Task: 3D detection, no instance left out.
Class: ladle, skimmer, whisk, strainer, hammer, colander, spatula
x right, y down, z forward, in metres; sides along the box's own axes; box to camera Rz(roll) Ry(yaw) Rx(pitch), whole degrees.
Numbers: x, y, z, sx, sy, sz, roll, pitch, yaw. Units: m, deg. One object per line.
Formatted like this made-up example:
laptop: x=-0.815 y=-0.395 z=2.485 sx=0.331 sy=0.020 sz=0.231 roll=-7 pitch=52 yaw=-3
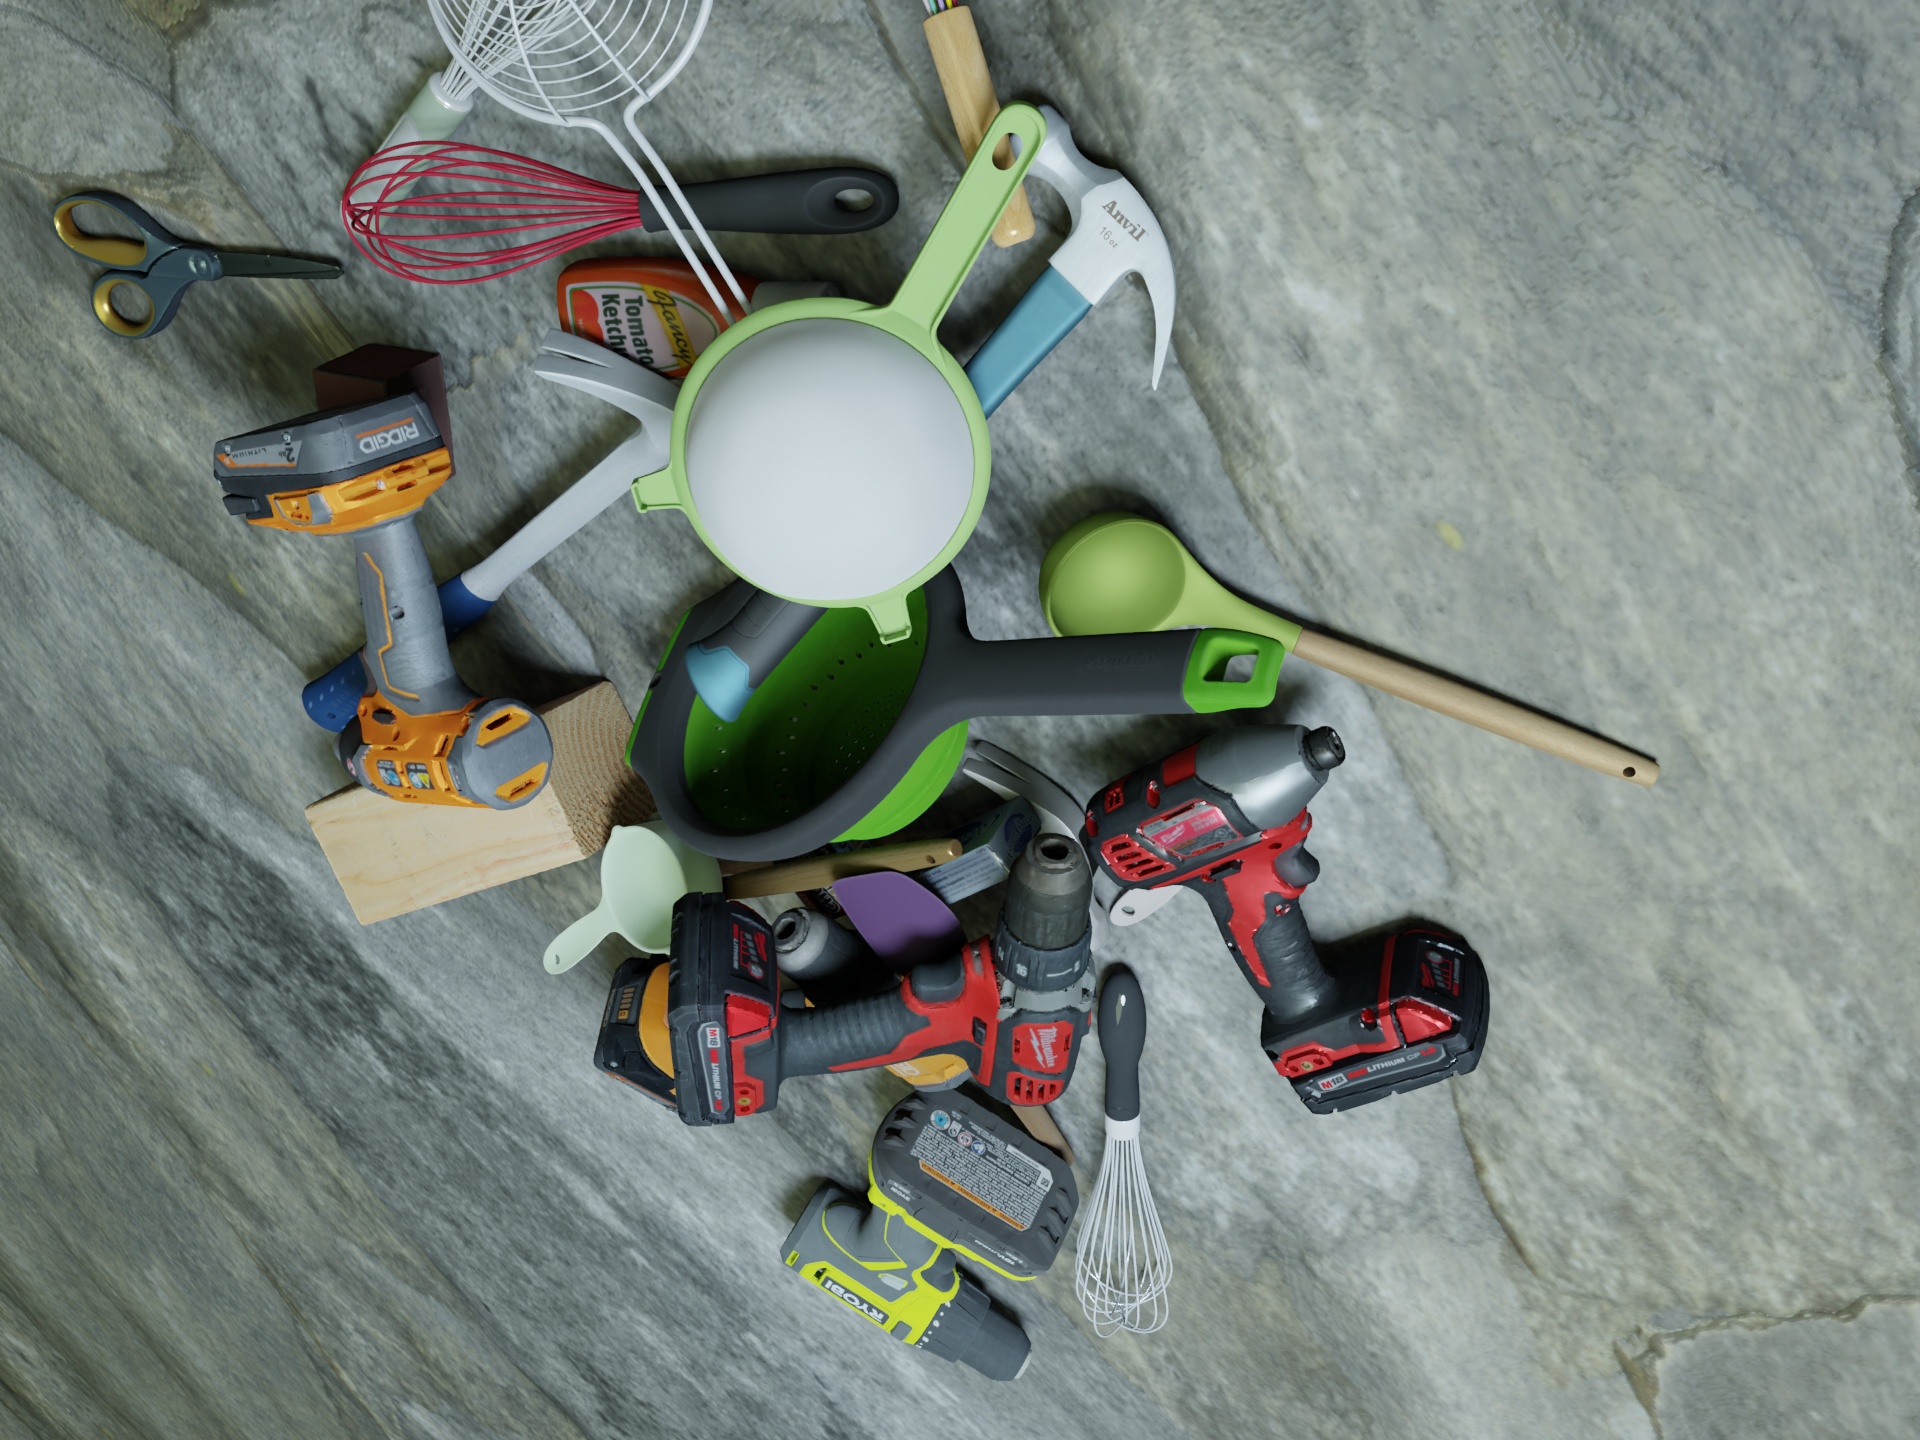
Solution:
ladle: x=-0.115 y=0.095 z=0.933 sx=0.315 sy=0.031 sz=0.069 roll=-14 pitch=116 yaw=42
ladle: x=0.192 y=-0.025 z=0.792 sx=0.320 sy=0.062 sz=0.078 roll=22 pitch=122 yaw=7
skimmer: x=-0.114 y=-0.233 z=0.731 sx=0.127 sy=0.090 sz=0.362 roll=-12 pitch=143 yaw=16
whisk: x=-0.255 y=-0.324 z=0.808 sx=0.246 sy=0.059 sz=0.058 roll=-31 pitch=92 yaw=38
whisk: x=0.104 y=0.280 z=1.011 sx=0.070 sy=0.070 sz=0.284 roll=7 pitch=117 yaw=19
strainer: x=-0.035 y=-0.150 z=0.700 sx=0.151 sy=0.069 sz=0.256 roll=28 pitch=115 yaw=-12
hammer: x=-0.076 y=0.078 z=0.978 sx=0.331 sy=0.031 sz=0.130 roll=-2 pitch=118 yaw=24
whisk: x=-0.176 y=-0.257 z=0.798 sx=0.296 sy=0.073 sz=0.073 roll=1 pitch=120 yaw=10
whisk: x=-0.014 y=-0.327 z=0.689 sx=0.047 sy=0.051 sz=0.245 roll=-9 pitch=108 yaw=34
hammer: x=-0.285 y=-0.089 z=0.945 sx=0.405 sy=0.035 sz=0.144 roll=-28 pitch=130 yaw=36
hammer: x=-0.025 y=-0.127 z=0.779 sx=0.128 sy=0.033 sz=0.331 roll=43 pitch=108 yaw=-4
colander: x=-0.001 y=-0.003 z=0.808 sx=0.397 sy=0.205 sz=0.094 roll=-1 pitch=151 yaw=40
spatula: x=0.012 y=0.187 z=0.952 sx=0.060 sy=0.018 sz=0.315 roll=-10 pitch=134 yaw=21

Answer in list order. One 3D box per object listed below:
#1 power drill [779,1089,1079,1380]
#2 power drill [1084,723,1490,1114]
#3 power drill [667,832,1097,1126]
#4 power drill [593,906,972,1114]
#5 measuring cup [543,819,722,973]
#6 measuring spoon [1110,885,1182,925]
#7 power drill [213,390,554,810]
power drill: x=-0.010 y=0.357 z=1.076 sx=0.190 sy=0.080 sz=0.228 roll=32 pitch=136 yaw=4
power drill: x=0.181 y=0.097 z=0.842 sx=0.143 sy=0.079 sz=0.219 roll=-29 pitch=110 yaw=33
power drill: x=-0.038 y=0.136 z=0.841 sx=0.226 sy=0.080 sz=0.187 roll=-1 pitch=132 yaw=-6
power drill: x=-0.122 y=0.182 z=0.995 sx=0.226 sy=0.084 sz=0.185 roll=-13 pitch=142 yaw=27
measuring cup: x=-0.201 y=0.116 z=0.965 sx=0.167 sy=0.038 sz=0.083 roll=-36 pitch=76 yaw=40
measuring spoon: x=0.123 y=0.083 z=0.912 sx=0.034 sy=0.018 sz=0.124 roll=34 pitch=133 yaw=-9
power drill: x=-0.326 y=-0.058 z=0.886 sx=0.164 sy=0.084 sz=0.226 roll=0 pitch=114 yaw=37
